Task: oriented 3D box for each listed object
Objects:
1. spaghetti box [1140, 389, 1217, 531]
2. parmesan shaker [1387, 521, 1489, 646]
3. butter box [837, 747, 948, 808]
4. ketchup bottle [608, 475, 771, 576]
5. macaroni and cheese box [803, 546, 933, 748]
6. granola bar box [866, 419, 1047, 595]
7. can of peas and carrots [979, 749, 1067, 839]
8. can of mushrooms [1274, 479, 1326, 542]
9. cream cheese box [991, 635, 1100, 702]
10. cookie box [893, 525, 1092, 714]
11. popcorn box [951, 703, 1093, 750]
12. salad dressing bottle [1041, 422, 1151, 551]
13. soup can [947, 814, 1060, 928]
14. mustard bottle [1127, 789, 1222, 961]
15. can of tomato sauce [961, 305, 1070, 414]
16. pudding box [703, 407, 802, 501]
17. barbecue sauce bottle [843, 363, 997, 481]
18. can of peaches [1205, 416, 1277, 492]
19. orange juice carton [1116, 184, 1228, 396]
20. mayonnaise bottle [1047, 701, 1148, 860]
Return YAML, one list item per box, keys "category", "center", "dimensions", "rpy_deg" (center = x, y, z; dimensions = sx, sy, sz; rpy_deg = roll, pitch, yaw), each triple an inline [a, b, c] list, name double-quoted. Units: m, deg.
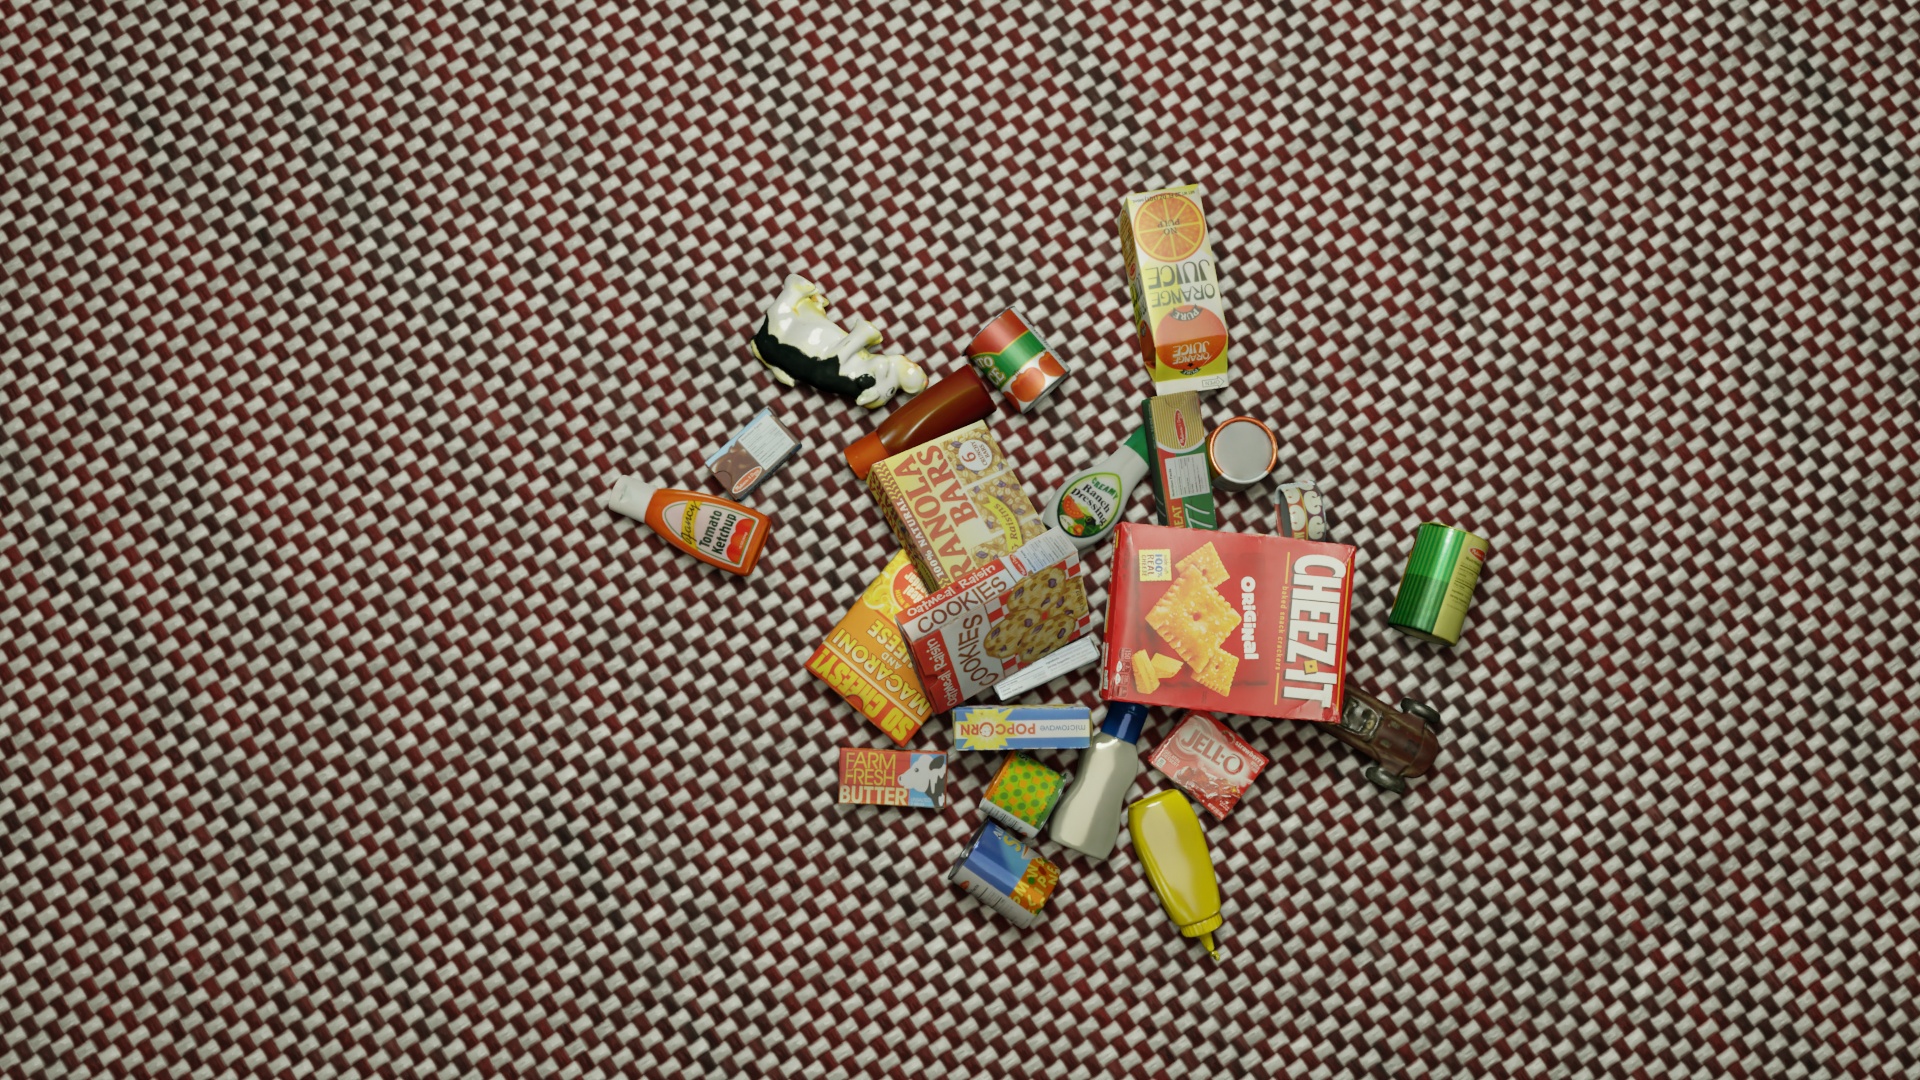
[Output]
- category: "spaghetti box"
  center: [0.215, -0.015, 1.316]
  dimensions: [0.050, 0.028, 0.249]
  rpy_deg: [-9, 94, -12]
- category: "parmesan shaker"
  center: [0.451, 0.041, 1.317]
  dimensions: [0.071, 0.071, 0.103]
  rpy_deg: [20, 85, 1]
- category: "butter box"
  center: [-0.064, 0.223, 1.311]
  dimensions: [0.103, 0.024, 0.053]
  rpy_deg: [3, 85, -1]
- category: "ketchup bottle"
  center: [-0.259, -0.019, 1.325]
  dimensions: [0.149, 0.043, 0.065]
  rpy_deg: [21, 86, 2]
- category: "macaroni and cheese box"
  center: [-0.049, 0.094, 1.317]
  dimensions: [0.124, 0.040, 0.166]
  rpy_deg: [39, 84, 4]
- category: "granola bar box"
  center: [0.005, -0.016, 1.304]
  dimensions: [0.124, 0.039, 0.166]
  rpy_deg: [-24, 76, -22]
- category: "can of peas and carrots"
  center: [0.059, 0.233, 1.292]
  dimensions: [0.059, 0.071, 0.071]
  rpy_deg: [29, 84, 3]
- category: "can of mushrooms"
  center: [0.324, -0.021, 1.323]
  dimensions: [0.033, 0.071, 0.071]
  rpy_deg: [-8, 84, -1]
- category: "cream cheese box"
  center: [0.079, 0.122, 1.310]
  dimensions: [0.104, 0.053, 0.024]
  rpy_deg: [-24, 84, -4]
- category: "cookie box"
  center: [0.032, 0.074, 1.242]
  dimensions: [0.168, 0.122, 0.040]
  rpy_deg: [-28, 52, -10]
- category: "popcorn box"
  center: [0.056, 0.172, 1.288]
  dimensions: [0.127, 0.085, 0.038]
  rpy_deg: [0, 86, -1]
- category: "salad dressing bottle"
  center: [0.143, -0.054, 1.335]
  dimensions: [0.064, 0.044, 0.148]
  rpy_deg: [44, 83, 2]
- category: "soup can"
  center: [0.042, 0.306, 1.284]
  dimensions: [0.084, 0.071, 0.071]
  rpy_deg: [34, 85, 2]
- category: "mustard bottle"
  center: [0.207, 0.315, 1.293]
  dimensions: [0.065, 0.049, 0.160]
  rpy_deg: [-19, 85, -4]
- category: "can of tomato sauce"
  center: [0.054, -0.171, 1.335]
  dimensions: [0.071, 0.071, 0.083]
  rpy_deg: [-41, 87, -5]
- category: "pudding box"
  center: [-0.200, -0.083, 1.339]
  dimensions: [0.084, 0.030, 0.049]
  rpy_deg: [-43, 87, -5]
- category: "barbecue sauce bottle"
  center: [-0.040, -0.109, 1.331]
  dimensions: [0.148, 0.064, 0.044]
  rpy_deg: [-31, 61, 4]
- category: "can of peaches"
  center: [0.265, -0.085, 1.334]
  dimensions: [0.071, 0.058, 0.071]
  rpy_deg: [0, 85, -1]
- category: "orange juice carton"
  center: [0.207, -0.236, 1.342]
  dimensions: [0.072, 0.073, 0.192]
  rpy_deg: [-10, 84, -2]
- category: "mayonnaise bottle"
  center: [0.135, 0.221, 1.307]
  dimensions: [0.065, 0.041, 0.148]
  rpy_deg: [23, 83, -3]
